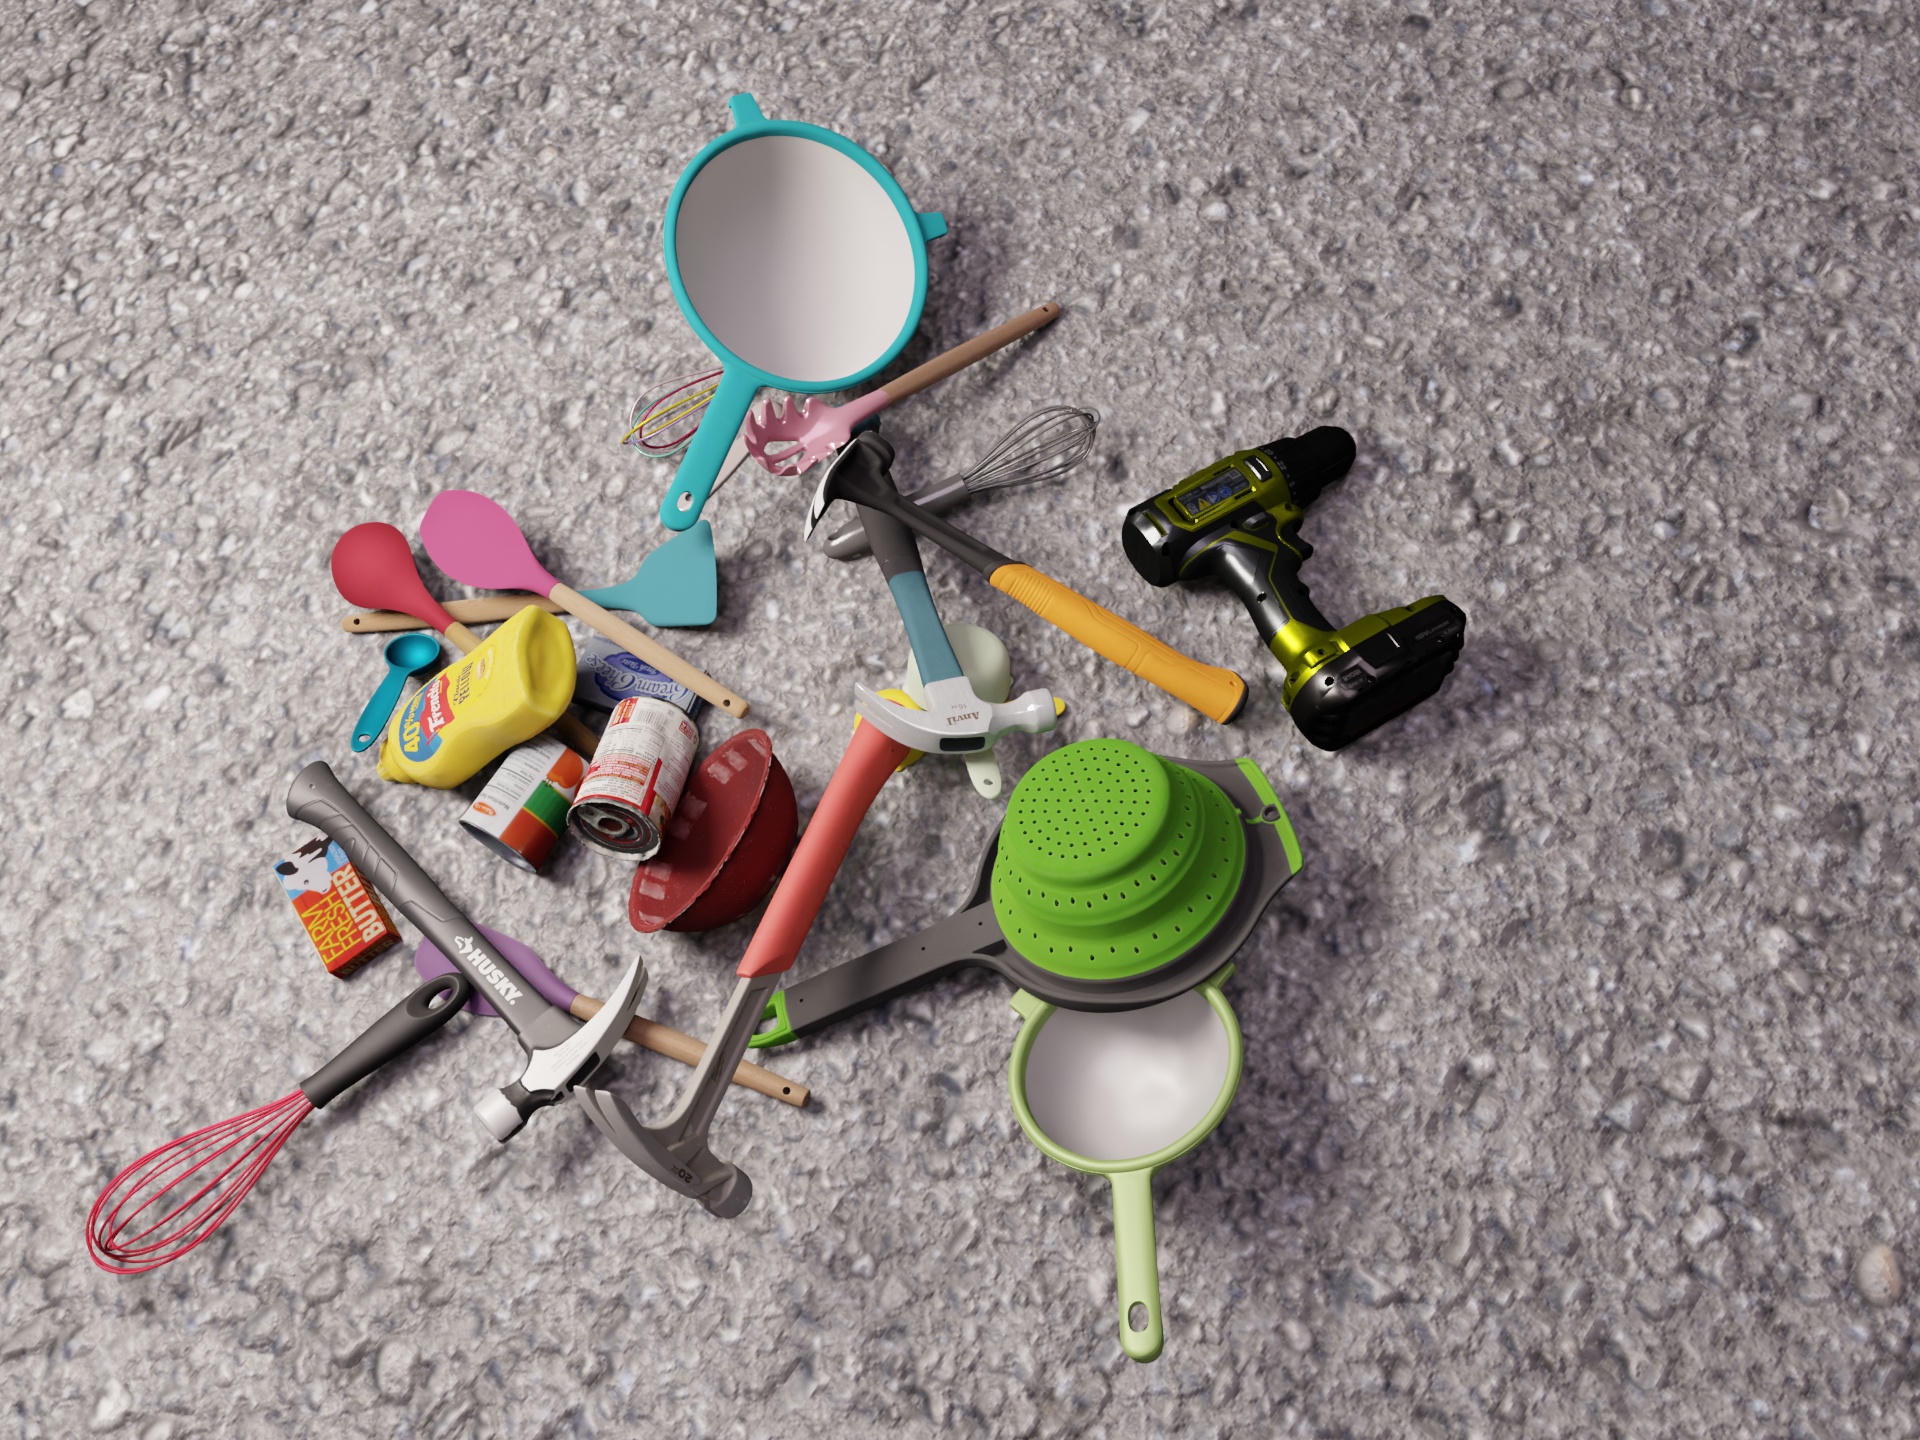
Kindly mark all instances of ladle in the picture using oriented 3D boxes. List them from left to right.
[{"bbox_3d":[-0.373,-0.054,1.223,0.315,0.031,0.069,37,91,13],"label":"ladle"}]

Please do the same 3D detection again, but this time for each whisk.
[{"bbox_3d":[-0.462,0.271,1.091,0.296,0.073,0.073,-38,66,-13],"label":"whisk"},{"bbox_3d":[-0.171,-0.288,1.306,0.245,0.047,0.051,-33,65,-10],"label":"whisk"},{"bbox_3d":[0.001,-0.184,1.234,0.239,0.055,0.055,-26,65,2],"label":"whisk"}]

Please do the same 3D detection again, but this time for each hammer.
[{"bbox_3d":[-0.366,0.136,1.124,0.335,0.035,0.146,39,64,23],"label":"hammer"},{"bbox_3d":[-0.116,0.125,1.023,0.037,0.149,0.359,-1,50,33],"label":"hammer"},{"bbox_3d":[-0.041,-0.112,1.157,0.128,0.033,0.331,-12,55,-11],"label":"hammer"},{"bbox_3d":[0.052,-0.089,1.118,0.337,0.034,0.127,30,36,-3],"label":"hammer"}]

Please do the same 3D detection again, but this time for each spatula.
[{"bbox_3d":[-0.338,-0.095,1.243,0.317,0.044,0.082,-6,80,7],"label":"spatula"},{"bbox_3d":[-0.247,0.209,1.109,0.316,0.018,0.060,17,78,16],"label":"spatula"}]

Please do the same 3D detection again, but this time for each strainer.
[{"bbox_3d":[-0.162,-0.294,1.240,0.211,0.095,0.340,27,78,-20],"label":"strainer"},{"bbox_3d":[0.111,0.270,0.977,0.151,0.069,0.257,-13,48,15],"label":"strainer"}]

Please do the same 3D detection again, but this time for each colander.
[{"bbox_3d":[0.020,0.113,1.046,0.397,0.094,0.205,-24,45,5],"label":"colander"}]

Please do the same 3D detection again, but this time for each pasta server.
[{"bbox_3d":[-0.037,-0.264,1.228,0.316,0.040,0.060,-33,79,-27],"label":"pasta server"}]

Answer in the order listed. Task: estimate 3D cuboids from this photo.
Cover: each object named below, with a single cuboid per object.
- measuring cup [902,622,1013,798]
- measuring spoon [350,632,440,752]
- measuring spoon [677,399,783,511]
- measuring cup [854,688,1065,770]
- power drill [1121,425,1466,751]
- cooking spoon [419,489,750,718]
[{"bbox_3d":[0.007,-0.011,1.121,0.083,0.038,0.168,-5,39,-9],"label":"measuring cup"},{"bbox_3d":[-0.434,-0.017,1.216,0.042,0.021,0.129,9,46,3],"label":"measuring spoon"},{"bbox_3d":[-0.188,-0.216,1.288,0.034,0.018,0.124,37,77,21],"label":"measuring spoon"},{"bbox_3d":[-0.002,-0.004,1.160,0.156,0.029,0.062,-9,65,6],"label":"measuring cup"},{"bbox_3d":[0.253,-0.108,1.144,0.190,0.080,0.229,-28,62,-14],"label":"power drill"},{"bbox_3d":[-0.288,-0.085,1.210,0.319,0.017,0.069,32,94,16],"label":"cooking spoon"}]
